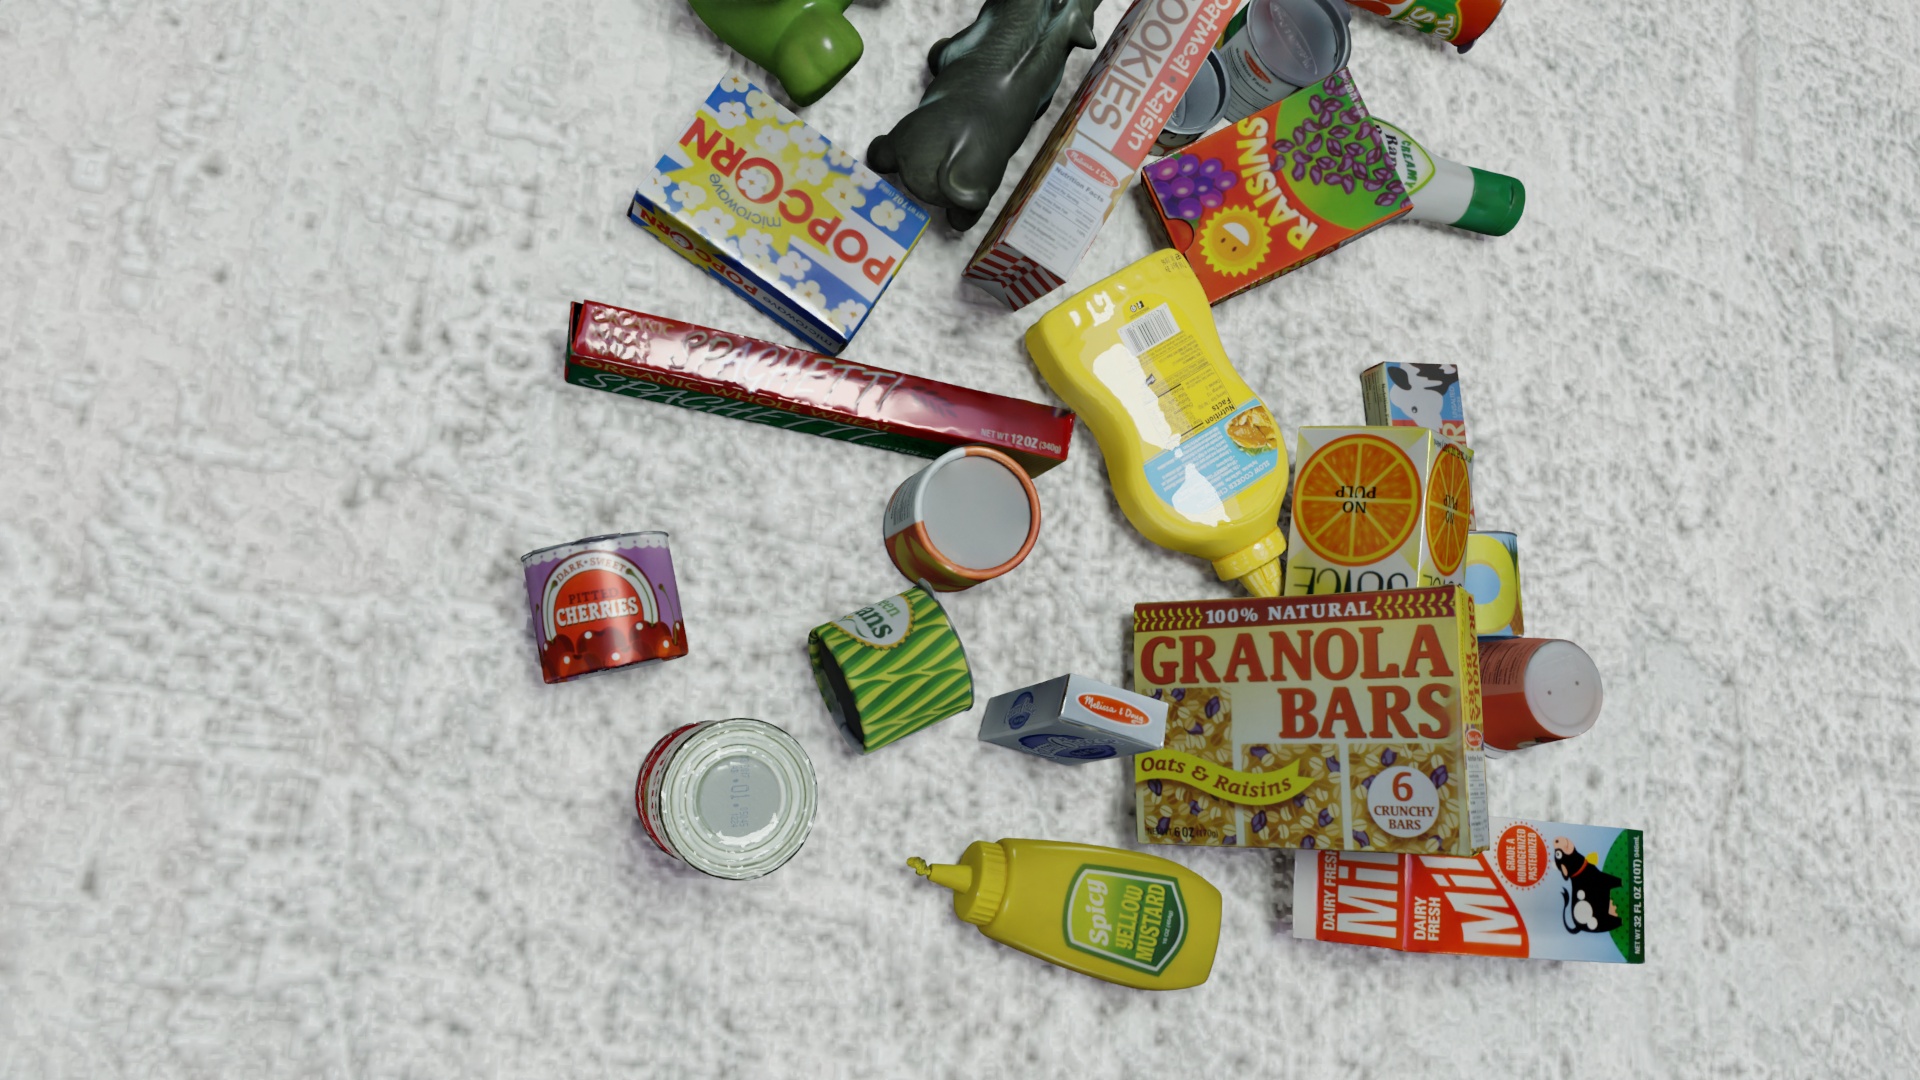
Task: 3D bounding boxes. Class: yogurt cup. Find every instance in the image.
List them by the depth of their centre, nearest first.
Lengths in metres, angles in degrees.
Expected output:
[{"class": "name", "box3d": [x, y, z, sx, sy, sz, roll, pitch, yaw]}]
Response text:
[{"class": "yogurt cup", "box3d": [0.323, 0.085, 0.787, 0.072, 0.054, 0.072, 3, 79, -18]}]

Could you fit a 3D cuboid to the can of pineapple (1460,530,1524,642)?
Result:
[{"class": "can of pineapple", "box3d": [0.280, 0.027, 0.776, 0.071, 0.071, 0.058, 1, 82, -18]}]

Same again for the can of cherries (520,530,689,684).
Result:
[{"class": "can of cherries", "box3d": [-0.160, 0.030, 0.627, 0.071, 0.071, 0.058, -9, 85, -19]}]

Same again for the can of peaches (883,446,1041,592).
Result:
[{"class": "can of peaches", "box3d": [0.002, -0.009, 0.695, 0.071, 0.058, 0.071, 3, 80, -17]}]

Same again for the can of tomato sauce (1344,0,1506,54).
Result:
[{"class": "can of tomato sauce", "box3d": [0.281, -0.344, 0.841, 0.083, 0.071, 0.071, 15, 77, -15]}]

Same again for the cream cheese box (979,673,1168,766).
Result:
[{"class": "cream cheese box", "box3d": [0.053, 0.088, 0.671, 0.053, 0.103, 0.024, 19, 72, -16]}]

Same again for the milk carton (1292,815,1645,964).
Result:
[{"class": "milk carton", "box3d": [0.262, 0.181, 0.740, 0.191, 0.073, 0.072, 7, 79, -17]}]

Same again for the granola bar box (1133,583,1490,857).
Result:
[{"class": "granola bar box", "box3d": [0.167, 0.089, 0.683, 0.039, 0.165, 0.124, 15, 72, -57]}]

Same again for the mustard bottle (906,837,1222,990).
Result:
[{"class": "mustard bottle", "box3d": [0.049, 0.178, 0.683, 0.160, 0.048, 0.065, 16, 75, -15]}]

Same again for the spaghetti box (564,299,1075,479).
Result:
[{"class": "spaghetti box", "box3d": [-0.068, -0.071, 0.687, 0.250, 0.050, 0.029, 11, 77, -16]}]

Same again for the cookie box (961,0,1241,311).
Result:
[{"class": "cookie box", "box3d": [0.067, -0.201, 0.695, 0.040, 0.123, 0.167, 32, 87, -9]}]

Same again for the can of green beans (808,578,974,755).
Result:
[{"class": "can of green beans", "box3d": [-0.034, 0.062, 0.666, 0.058, 0.071, 0.071, -21, 88, -20]}]

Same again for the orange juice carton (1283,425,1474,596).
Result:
[{"class": "orange juice carton", "box3d": [0.217, 0.039, 0.731, 0.072, 0.073, 0.192, 11, 84, -52]}]

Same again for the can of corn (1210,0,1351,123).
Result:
[{"class": "can of corn", "box3d": [0.183, -0.280, 0.801, 0.071, 0.058, 0.071, 3, 80, -18]}]

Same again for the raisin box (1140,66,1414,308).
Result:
[{"class": "raisin box", "box3d": [0.172, -0.191, 0.765, 0.123, 0.040, 0.086, -25, 90, 8]}]

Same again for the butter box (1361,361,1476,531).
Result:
[{"class": "butter box", "box3d": [0.267, -0.051, 0.807, 0.053, 0.024, 0.103, -1, 81, -18]}]

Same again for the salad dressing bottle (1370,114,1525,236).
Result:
[{"class": "salad dressing bottle", "box3d": [0.263, -0.213, 0.823, 0.148, 0.044, 0.064, 8, 79, -17]}]

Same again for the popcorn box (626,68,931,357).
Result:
[{"class": "popcorn box", "box3d": [-0.090, -0.163, 0.701, 0.126, 0.038, 0.085, 35, 73, -10]}]

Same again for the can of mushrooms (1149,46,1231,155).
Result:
[{"class": "can of mushrooms", "box3d": [0.114, -0.255, 0.787, 0.071, 0.033, 0.071, 3, 81, -18]}]
